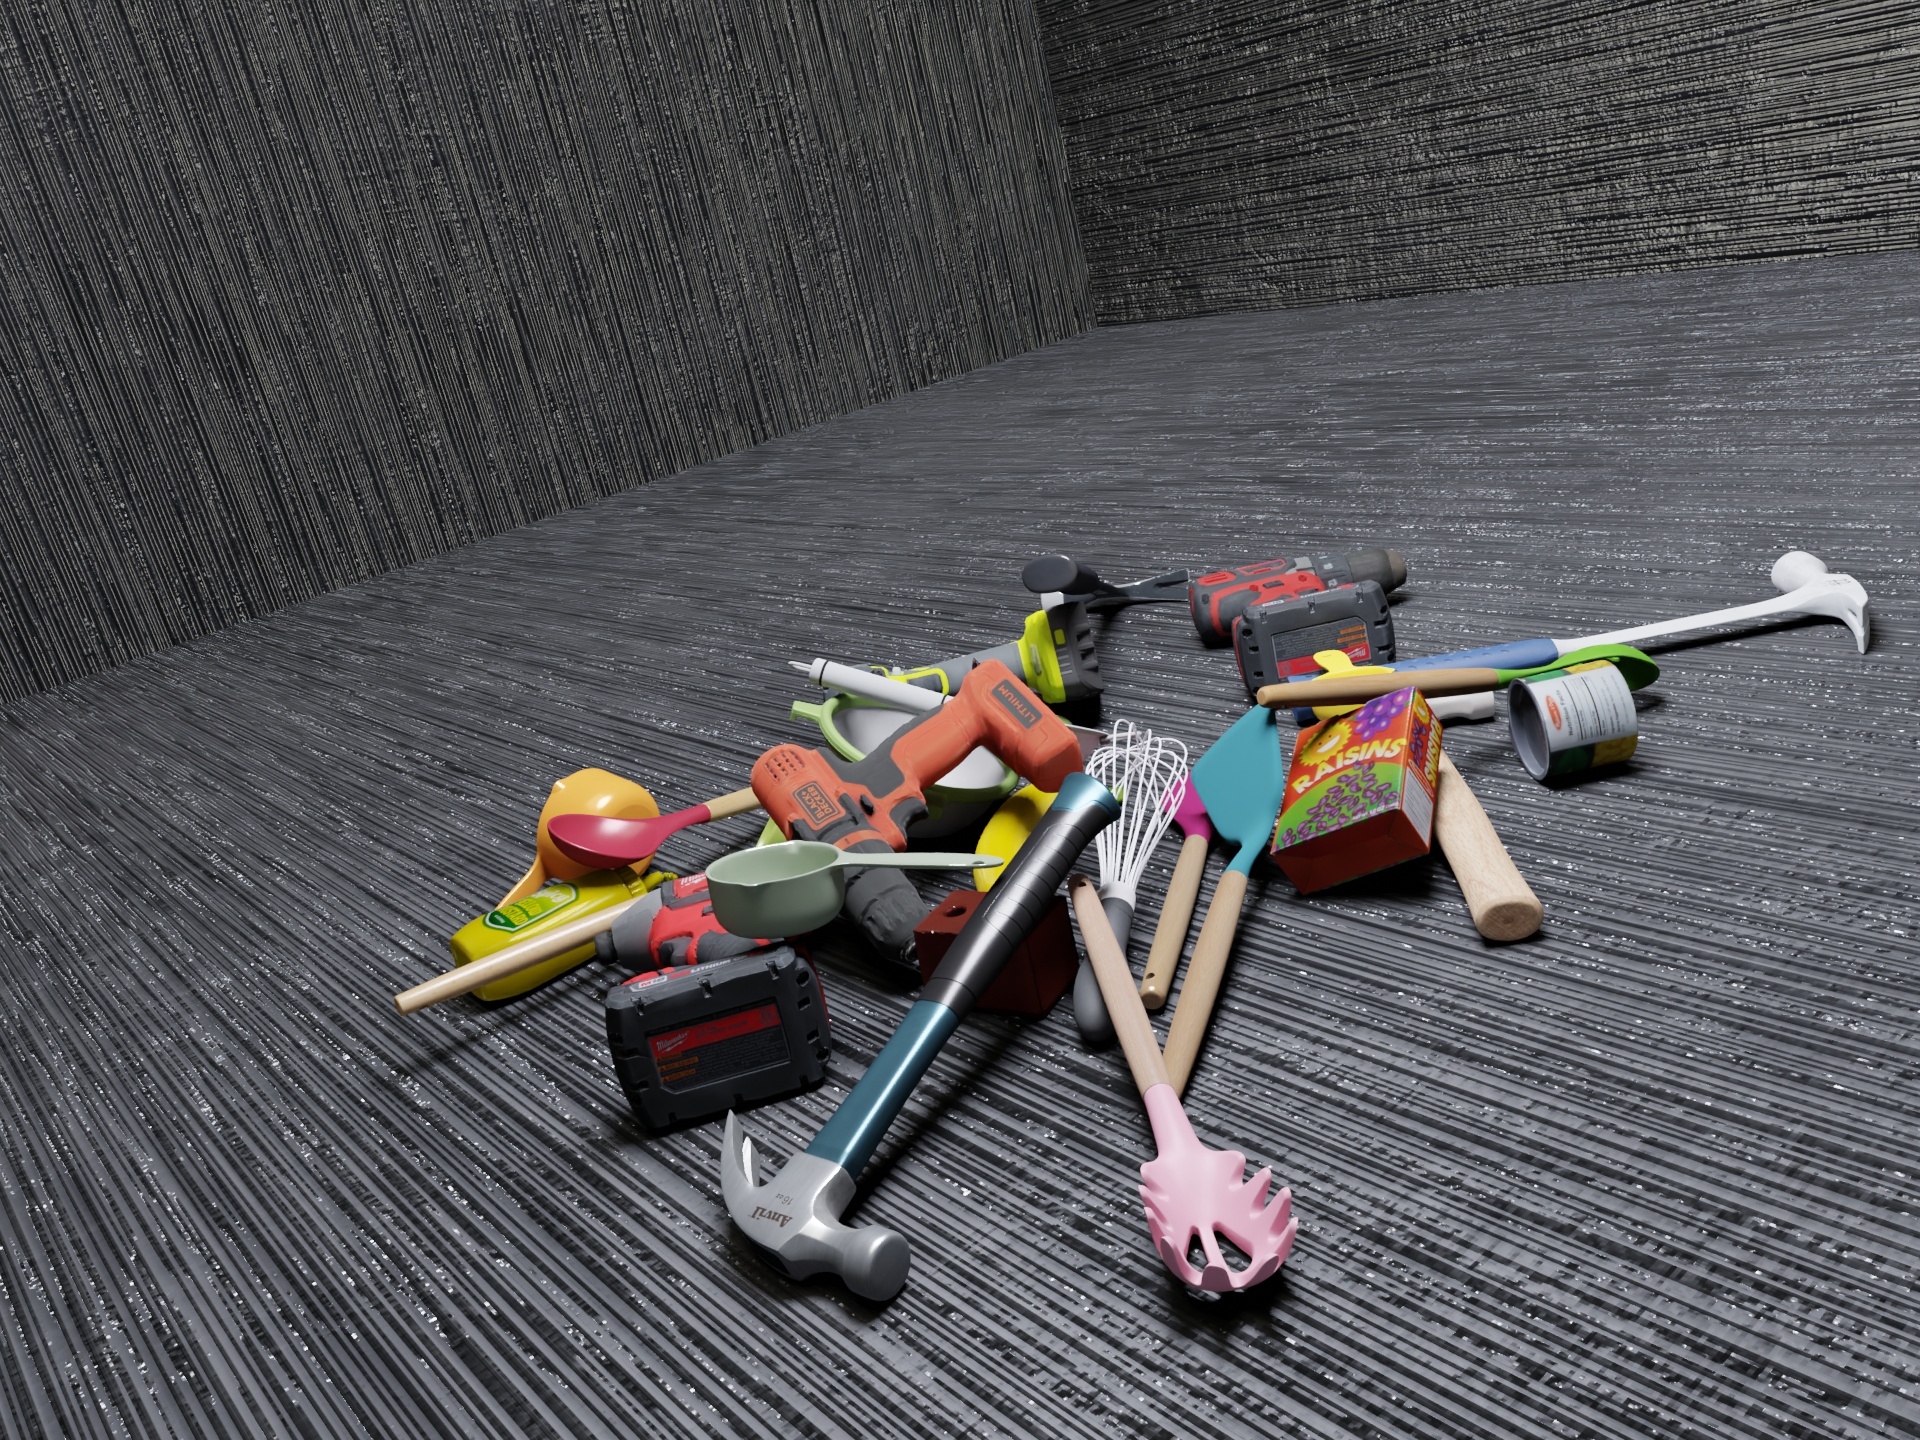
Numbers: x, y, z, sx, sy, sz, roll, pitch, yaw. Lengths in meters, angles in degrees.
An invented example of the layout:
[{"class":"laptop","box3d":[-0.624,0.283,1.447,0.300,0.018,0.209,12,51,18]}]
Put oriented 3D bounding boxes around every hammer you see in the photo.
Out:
[{"class":"hammer","box3d":[0.445,-0.052,1.160,0.405,0.035,0.144,-11,19,7]},{"class":"hammer","box3d":[-0.004,0.141,0.815,0.128,0.033,0.331,3,40,38]},{"class":"hammer","box3d":[0.115,-0.118,1.389,0.149,0.036,0.409,-5,1,12]},{"class":"hammer","box3d":[0.298,0.047,0.990,0.130,0.031,0.331,-10,20,9]}]

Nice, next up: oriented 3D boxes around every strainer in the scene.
[{"class":"strainer","box3d":[-0.002,-0.004,1.136,0.258,0.050,0.087,16,-5,8]},{"class":"strainer","box3d":[-0.004,0.036,1.186,0.152,0.069,0.256,34,25,31]}]

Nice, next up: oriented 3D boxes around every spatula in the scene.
[{"class":"spatula","box3d":[0.139,0.100,0.892,0.082,0.044,0.318,-48,6,36]}]

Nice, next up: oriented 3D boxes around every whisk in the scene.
[{"class":"whisk","box3d":[0.095,0.088,0.948,0.070,0.070,0.285,-8,30,17]}]

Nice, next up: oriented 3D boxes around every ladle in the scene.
[{"class":"ladle","box3d":[-0.225,0.117,1.061,0.320,0.062,0.078,-21,-18,-34]},{"class":"ladle","box3d":[-0.173,0.062,1.191,0.069,0.031,0.315,29,29,33]}]

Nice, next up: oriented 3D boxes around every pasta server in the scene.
[{"class":"pasta server","box3d":[0.088,0.155,0.760,0.060,0.040,0.316,-6,27,-6]}]

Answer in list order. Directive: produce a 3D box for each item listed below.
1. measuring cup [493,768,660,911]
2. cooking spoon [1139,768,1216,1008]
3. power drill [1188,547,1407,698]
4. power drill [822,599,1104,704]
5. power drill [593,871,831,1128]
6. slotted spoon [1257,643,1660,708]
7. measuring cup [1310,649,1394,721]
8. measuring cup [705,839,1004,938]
[{"class":"measuring cup","box3d":[-0.285,0.113,1.158,0.052,0.095,0.174,14,52,30]},{"class":"cooking spoon","box3d":[0.144,0.090,0.994,0.069,0.017,0.319,-16,17,22]},{"class":"power drill","box3d":[0.296,-0.091,1.316,0.188,0.080,0.227,-12,16,3]},{"class":"power drill","box3d":[0.000,-0.034,1.304,0.223,0.080,0.171,-14,0,3]},{"class":"power drill","box3d":[-0.152,0.149,0.950,0.143,0.078,0.220,-14,16,-6]},{"class":"slotted spoon","box3d":[0.326,-0.026,1.034,0.313,0.031,0.070,-5,-16,-24]},{"class":"measuring cup","box3d":[0.272,-0.026,1.133,0.062,0.029,0.156,-12,10,8]},{"class":"measuring cup","box3d":[-0.057,0.094,0.875,0.167,0.038,0.083,-2,12,11]}]
